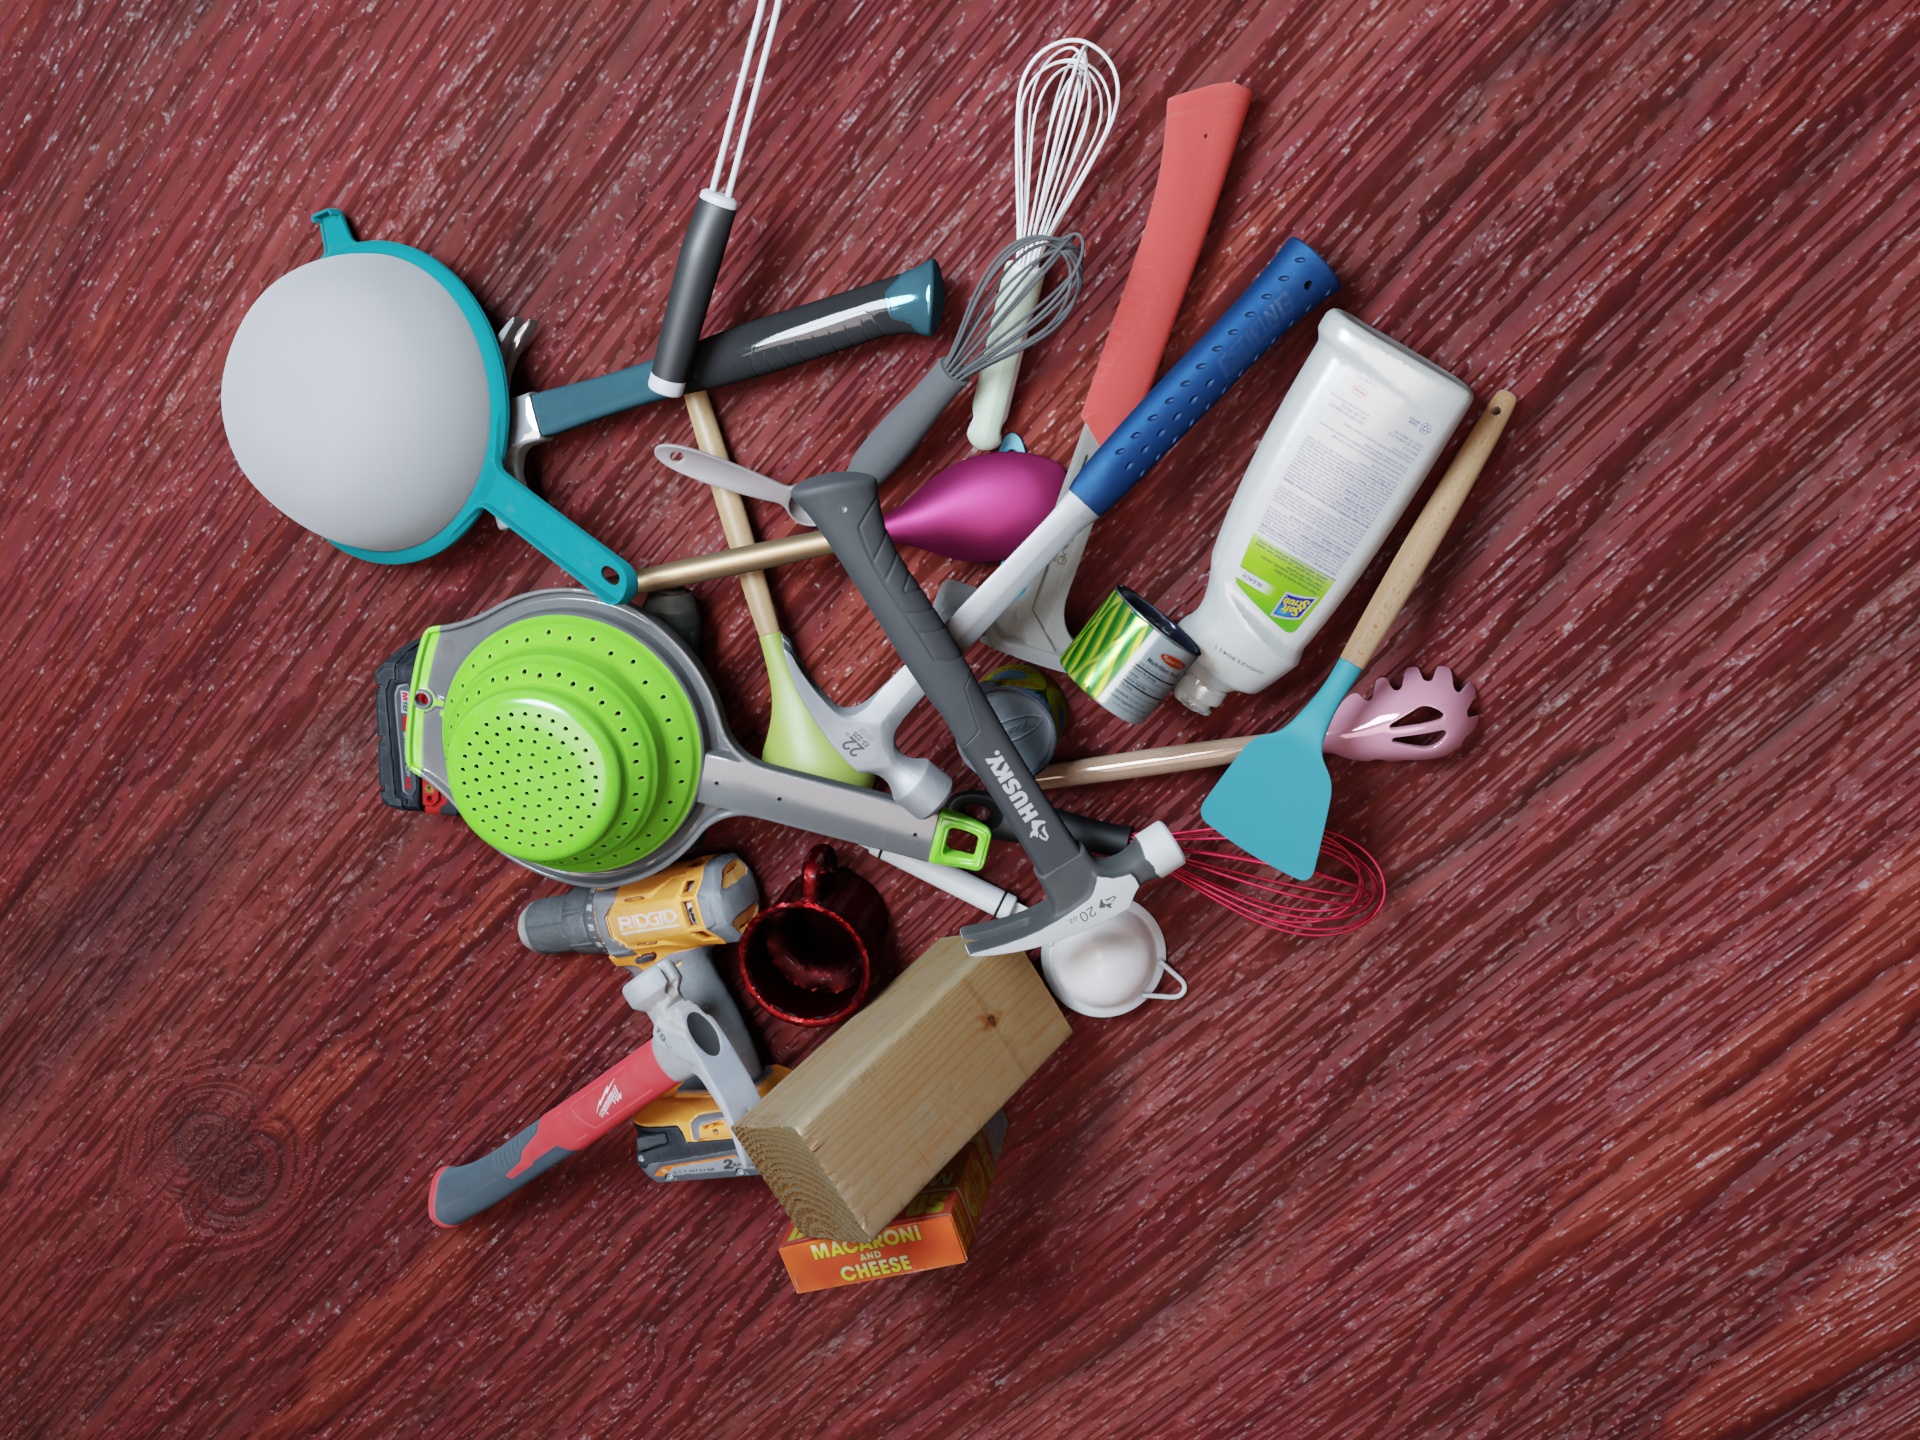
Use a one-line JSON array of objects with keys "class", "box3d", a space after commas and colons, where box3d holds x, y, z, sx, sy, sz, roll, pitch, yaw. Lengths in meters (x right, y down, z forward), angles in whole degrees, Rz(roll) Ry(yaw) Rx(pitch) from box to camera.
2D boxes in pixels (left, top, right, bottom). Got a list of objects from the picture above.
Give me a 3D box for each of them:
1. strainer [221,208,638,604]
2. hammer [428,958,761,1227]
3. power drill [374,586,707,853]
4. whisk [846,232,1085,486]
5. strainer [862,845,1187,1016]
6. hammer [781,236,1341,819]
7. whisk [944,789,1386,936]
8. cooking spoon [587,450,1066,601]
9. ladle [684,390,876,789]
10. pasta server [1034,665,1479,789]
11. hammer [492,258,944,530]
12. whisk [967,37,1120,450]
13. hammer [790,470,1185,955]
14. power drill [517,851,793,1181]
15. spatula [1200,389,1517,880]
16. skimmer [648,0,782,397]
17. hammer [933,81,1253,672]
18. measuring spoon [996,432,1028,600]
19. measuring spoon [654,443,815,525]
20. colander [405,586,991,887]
[{"class": "strainer", "box3d": [-0.351, -0.168, 1.001, 0.340, 0.095, 0.211, 36, 111, 17]}, {"class": "hammer", "box3d": [-0.277, 0.309, 1.144, 0.386, 0.038, 0.143, -38, 83, 38]}, {"class": "power drill", "box3d": [-0.278, -0.009, 1.094, 0.226, 0.080, 0.187, 7, 108, 6]}, {"class": "whisk", "box3d": [-0.004, -0.208, 0.962, 0.055, 0.055, 0.239, 45, 130, -4]}, {"class": "strainer", "box3d": [0.038, 0.133, 1.093, 0.258, 0.050, 0.087, 26, 95, 6]}, {"class": "hammer", "box3d": [0.062, -0.125, 0.947, 0.144, 0.035, 0.405, 41, 99, -20]}, {"class": "whisk", "box3d": [0.130, 0.086, 1.050, 0.296, 0.073, 0.073, 11, 109, 14]}, {"class": "cooking spoon", "box3d": [-0.086, -0.114, 1.020, 0.319, 0.017, 0.069, -11, 96, 6]}, {"class": "ladle", "box3d": [-0.131, -0.085, 1.064, 0.078, 0.062, 0.320, -15, 97, 14]}, {"class": "pasta server", "box3d": [0.173, 0.018, 1.031, 0.316, 0.040, 0.060, -9, 105, 16]}, {"class": "hammer", "box3d": [-0.165, -0.223, 1.008, 0.331, 0.033, 0.128, -13, 95, 15]}, {"class": "whisk", "box3d": [0.042, -0.281, 0.959, 0.059, 0.058, 0.246, 12, 114, -5]}, {"class": "hammer", "box3d": [-0.001, -0.003, 0.943, 0.146, 0.035, 0.334, -32, 113, 2]}, {"class": "power drill", "box3d": [-0.216, 0.213, 1.148, 0.185, 0.084, 0.226, -11, 100, 21]}, {"class": "spatula", "box3d": [0.252, -0.056, 0.969, 0.082, 0.044, 0.317, 32, 96, 25]}, {"class": "skimmer", "box3d": [-0.111, -0.367, 0.943, 0.127, 0.090, 0.363, 27, 113, 14]}, {"class": "hammer", "box3d": [0.106, -0.201, 0.966, 0.149, 0.037, 0.359, 16, 107, -12]}, {"class": "measuring spoon", "box3d": [0.034, -0.121, 1.029, 0.042, 0.021, 0.128, 0, 98, 4]}, {"class": "measuring spoon", "box3d": [-0.137, -0.158, 1.026, 0.124, 0.018, 0.034, 17, 129, -20]}, {"class": "colander", "box3d": [-0.178, 0.044, 1.007, 0.397, 0.094, 0.204, 14, 107, 3]}]
